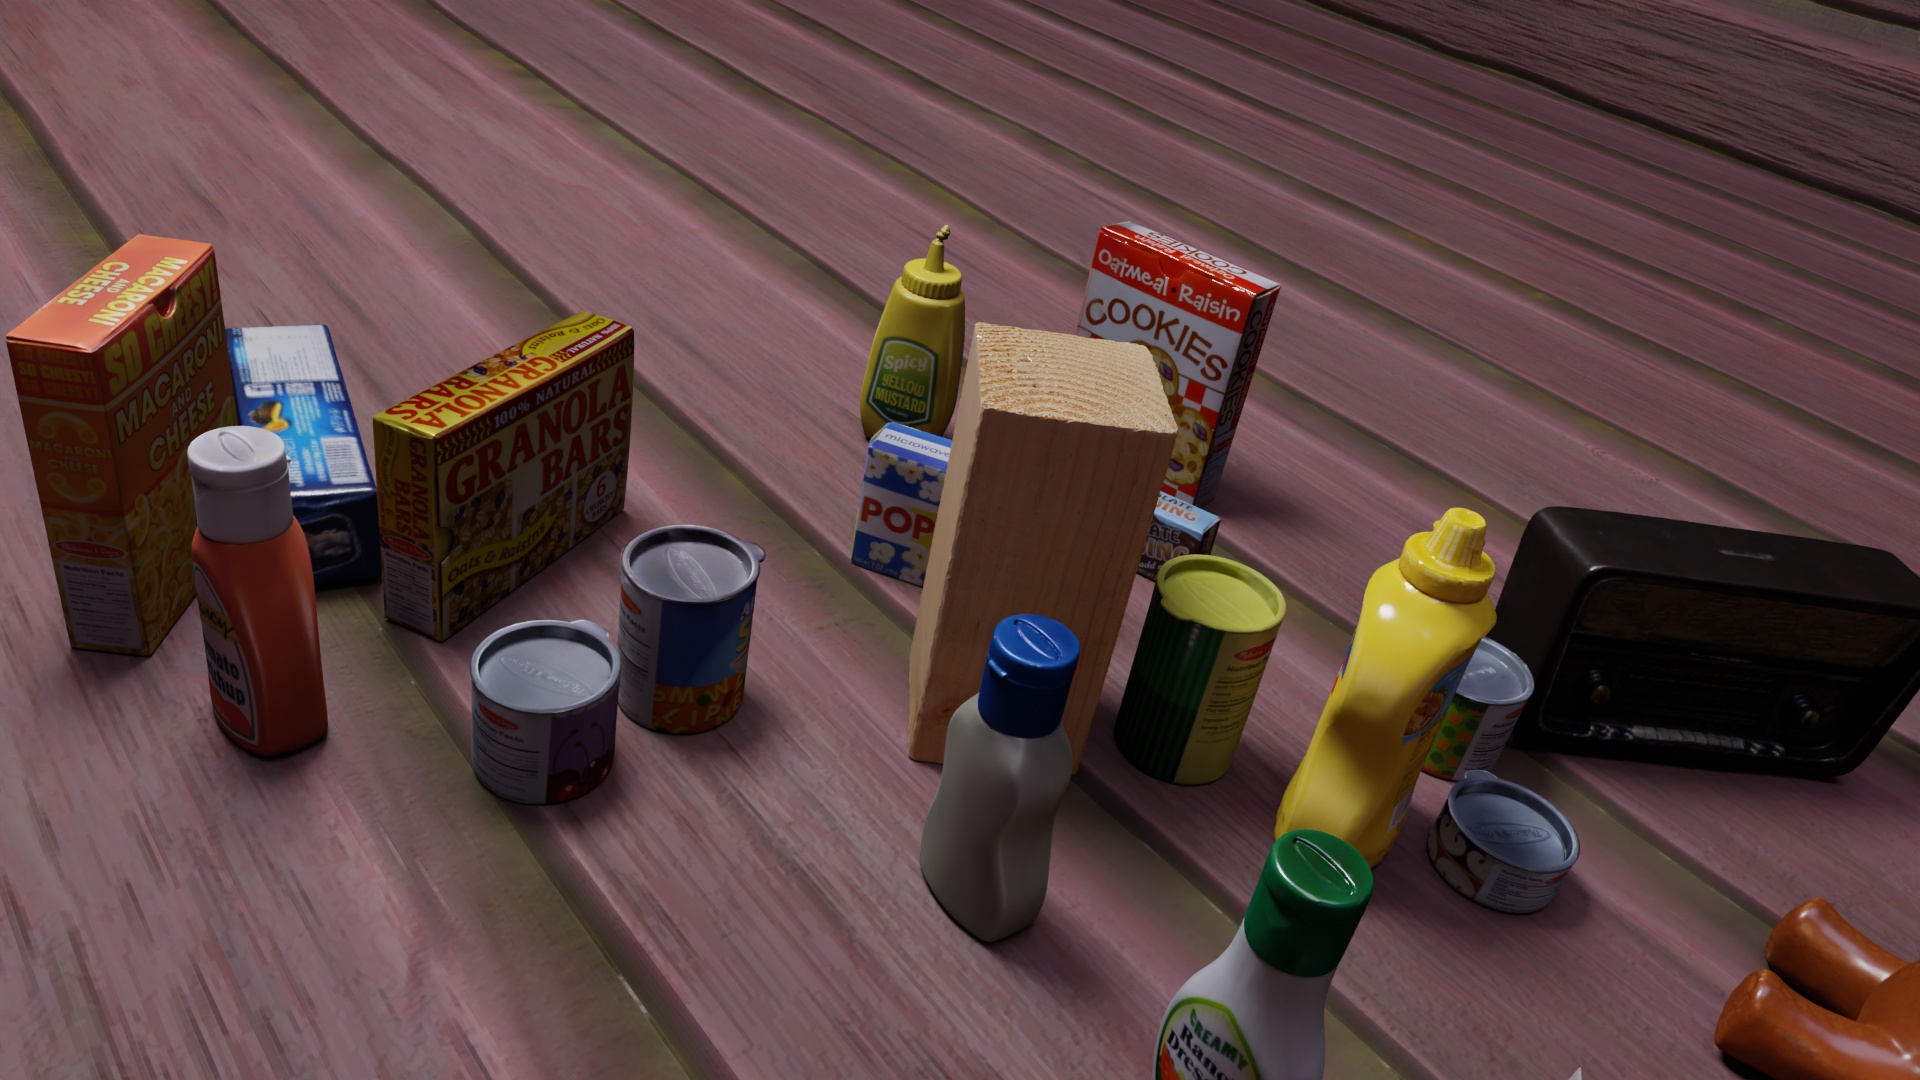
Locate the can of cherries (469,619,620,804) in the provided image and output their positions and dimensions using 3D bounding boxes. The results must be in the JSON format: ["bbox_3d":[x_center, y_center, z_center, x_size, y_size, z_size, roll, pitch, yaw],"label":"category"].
[{"bbox_3d":[-0.191,0.079,0.647,0.071,0.058,0.072,8,32,-5],"label":"can of cherries"}]

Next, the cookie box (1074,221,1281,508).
[{"bbox_3d":[0.137,-0.119,0.958,0.123,0.166,0.040,30,36,27],"label":"cookie box"}]

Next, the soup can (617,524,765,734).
[{"bbox_3d":[-0.135,0.044,0.695,0.071,0.083,0.072,8,32,-5],"label":"soup can"}]

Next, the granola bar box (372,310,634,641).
[{"bbox_3d":[-0.241,-0.039,0.753,0.039,0.123,0.166,21,33,14],"label":"granola bar box"}]

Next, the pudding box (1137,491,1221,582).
[{"bbox_3d":[0.119,-0.007,0.887,0.084,0.049,0.030,27,35,22],"label":"pudding box"}]

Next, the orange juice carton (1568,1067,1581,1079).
[{"bbox_3d":[0.134,0.233,0.385,0.073,0.191,0.072,20,33,13],"label":"orange juice carton"}]

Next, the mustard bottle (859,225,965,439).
[{"bbox_3d":[-0.028,-0.138,0.940,0.065,0.159,0.049,17,32,8],"label":"mustard bottle"}]

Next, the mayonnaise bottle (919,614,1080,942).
[{"bbox_3d":[0.019,0.101,0.596,0.041,0.147,0.065,-14,40,-34],"label":"mayonnaise bottle"}]

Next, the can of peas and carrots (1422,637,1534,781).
[{"bbox_3d":[0.275,0.090,0.777,0.071,0.058,0.071,8,32,-5],"label":"can of peas and carrots"}]

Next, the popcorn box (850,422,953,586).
[{"bbox_3d":[0.003,-0.010,0.822,0.127,0.084,0.038,18,33,10],"label":"popcorn box"}]

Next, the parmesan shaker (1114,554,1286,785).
[{"bbox_3d":[0.120,0.068,0.721,0.071,0.102,0.072,8,32,-5],"label":"parmesan shaker"}]

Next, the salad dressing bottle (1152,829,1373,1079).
[{"bbox_3d":[0.112,0.172,0.516,0.044,0.146,0.064,-13,40,-34],"label":"salad dressing bottle"}]

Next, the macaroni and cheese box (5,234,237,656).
[{"bbox_3d":[-0.397,-0.048,0.677,0.040,0.165,0.124,7,32,-7],"label":"macaroni and cheese box"}]

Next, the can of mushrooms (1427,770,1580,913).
[{"bbox_3d":[0.273,0.152,0.704,0.071,0.033,0.071,8,32,-5],"label":"can of mushrooms"}]

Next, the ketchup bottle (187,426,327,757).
[{"bbox_3d":[-0.311,0.022,0.613,0.065,0.148,0.044,34,38,31],"label":"ketchup bottle"}]
